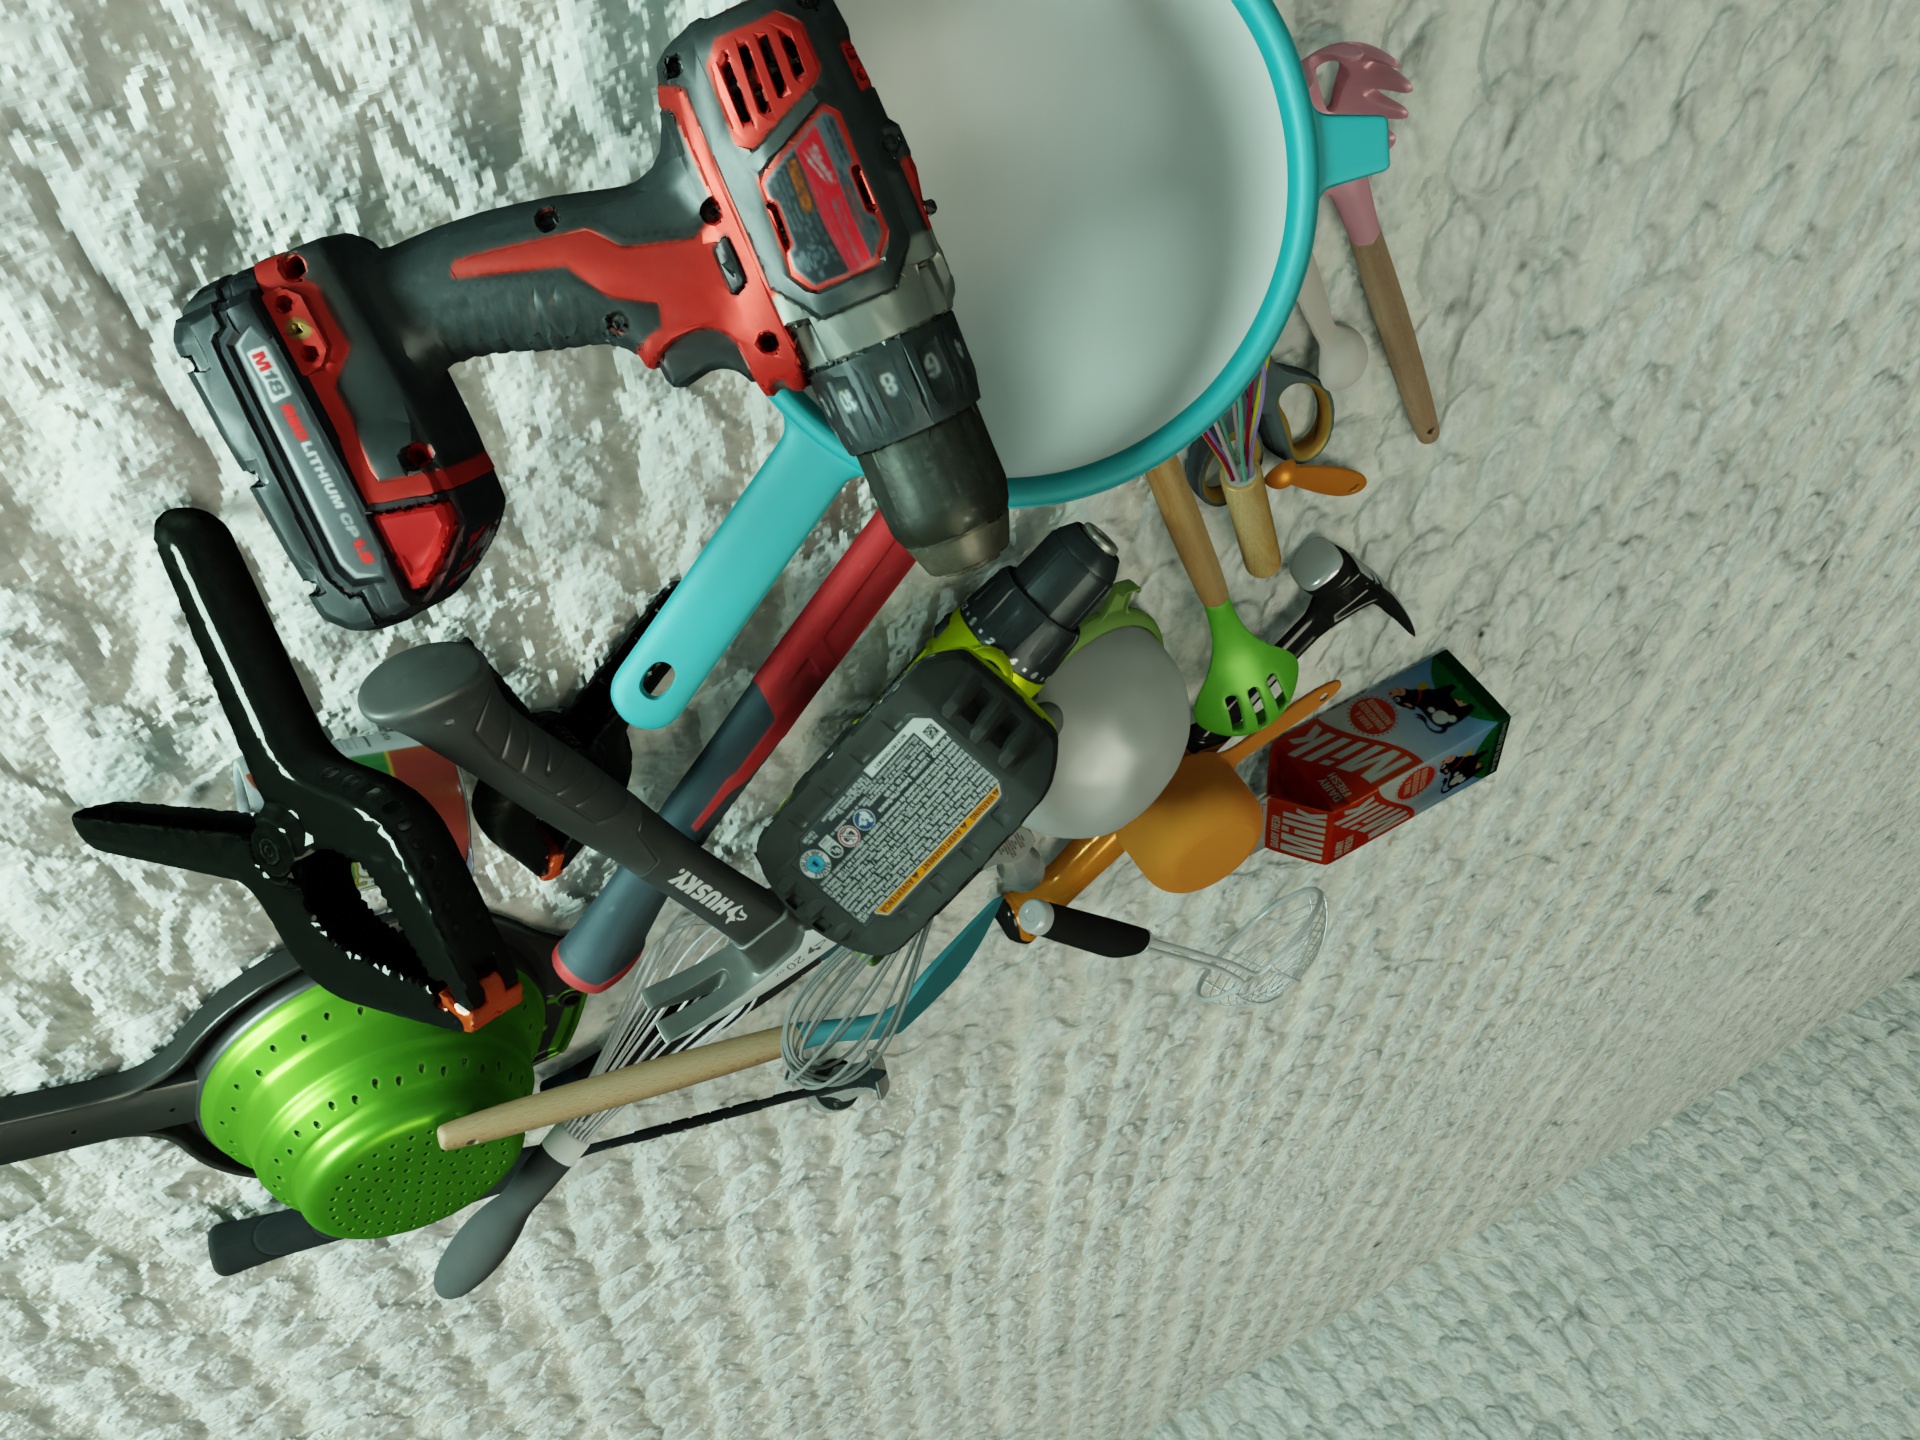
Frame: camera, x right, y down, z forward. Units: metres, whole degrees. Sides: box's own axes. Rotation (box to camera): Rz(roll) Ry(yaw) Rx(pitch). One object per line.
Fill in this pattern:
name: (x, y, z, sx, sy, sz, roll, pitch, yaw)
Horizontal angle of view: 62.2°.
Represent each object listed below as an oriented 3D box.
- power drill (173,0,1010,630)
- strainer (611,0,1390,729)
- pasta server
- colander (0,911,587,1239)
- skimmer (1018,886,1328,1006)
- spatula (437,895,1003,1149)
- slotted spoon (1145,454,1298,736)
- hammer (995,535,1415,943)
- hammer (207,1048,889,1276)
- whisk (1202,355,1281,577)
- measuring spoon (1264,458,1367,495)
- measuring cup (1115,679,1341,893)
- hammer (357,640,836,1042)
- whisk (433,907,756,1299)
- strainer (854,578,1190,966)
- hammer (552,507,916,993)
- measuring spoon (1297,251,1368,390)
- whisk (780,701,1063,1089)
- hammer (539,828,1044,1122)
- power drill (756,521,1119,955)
power drill: (-0.105, -0.105, 0.516, 0.226, 0.080, 0.187, -22, 106, 5)
strainer: (-0.022, -0.140, 0.590, 0.211, 0.095, 0.340, 35, 107, -10)
pasta server: (0.208, -0.218, 0.784, 0.060, 0.040, 0.316, -31, 148, 10)
colander: (-0.357, 0.206, 0.770, 0.397, 0.095, 0.204, -8, 137, -34)
skimmer: (0.150, 0.144, 1.143, 0.127, 0.090, 0.363, -41, 142, 24)
spatula: (-0.114, 0.164, 0.834, 0.317, 0.044, 0.082, -11, 147, -27)
slotted spoon: (0.130, -0.082, 0.863, 0.070, 0.031, 0.313, -29, 138, 3)
hammer: (0.147, 0.027, 1.031, 0.337, 0.034, 0.127, -47, 143, 17)
hammer: (-0.231, 0.263, 0.964, 0.409, 0.036, 0.149, -10, 167, -26)
whisk: (0.141, -0.135, 0.793, 0.047, 0.051, 0.244, -38, 151, -1)
measuring spoon: (0.202, -0.132, 0.886, 0.021, 0.011, 0.117, -41, 158, 31)
measuring cup: (0.180, 0.043, 1.000, 0.173, 0.052, 0.095, -38, 144, 9)
hammer: (-0.151, 0.056, 0.719, 0.146, 0.035, 0.334, -38, 147, 2)
whisk: (-0.199, 0.212, 0.891, 0.284, 0.070, 0.070, -51, 145, -1)
strainer: (0.047, 0.053, 0.893, 0.256, 0.069, 0.151, -47, 150, -11)
hammer: (-0.100, -0.008, 0.755, 0.386, 0.038, 0.143, -51, 152, 22)
measuring spoon: (0.181, -0.205, 0.785, 0.034, 0.018, 0.124, -62, 145, -12)
whisk: (-0.017, 0.087, 0.815, 0.239, 0.055, 0.055, -55, 148, -12)
hammer: (-0.102, 0.145, 0.966, 0.331, 0.033, 0.128, -31, 146, -5)
power drill: (-0.001, -0.002, 0.747, 0.190, 0.080, 0.228, -47, -174, 18)
